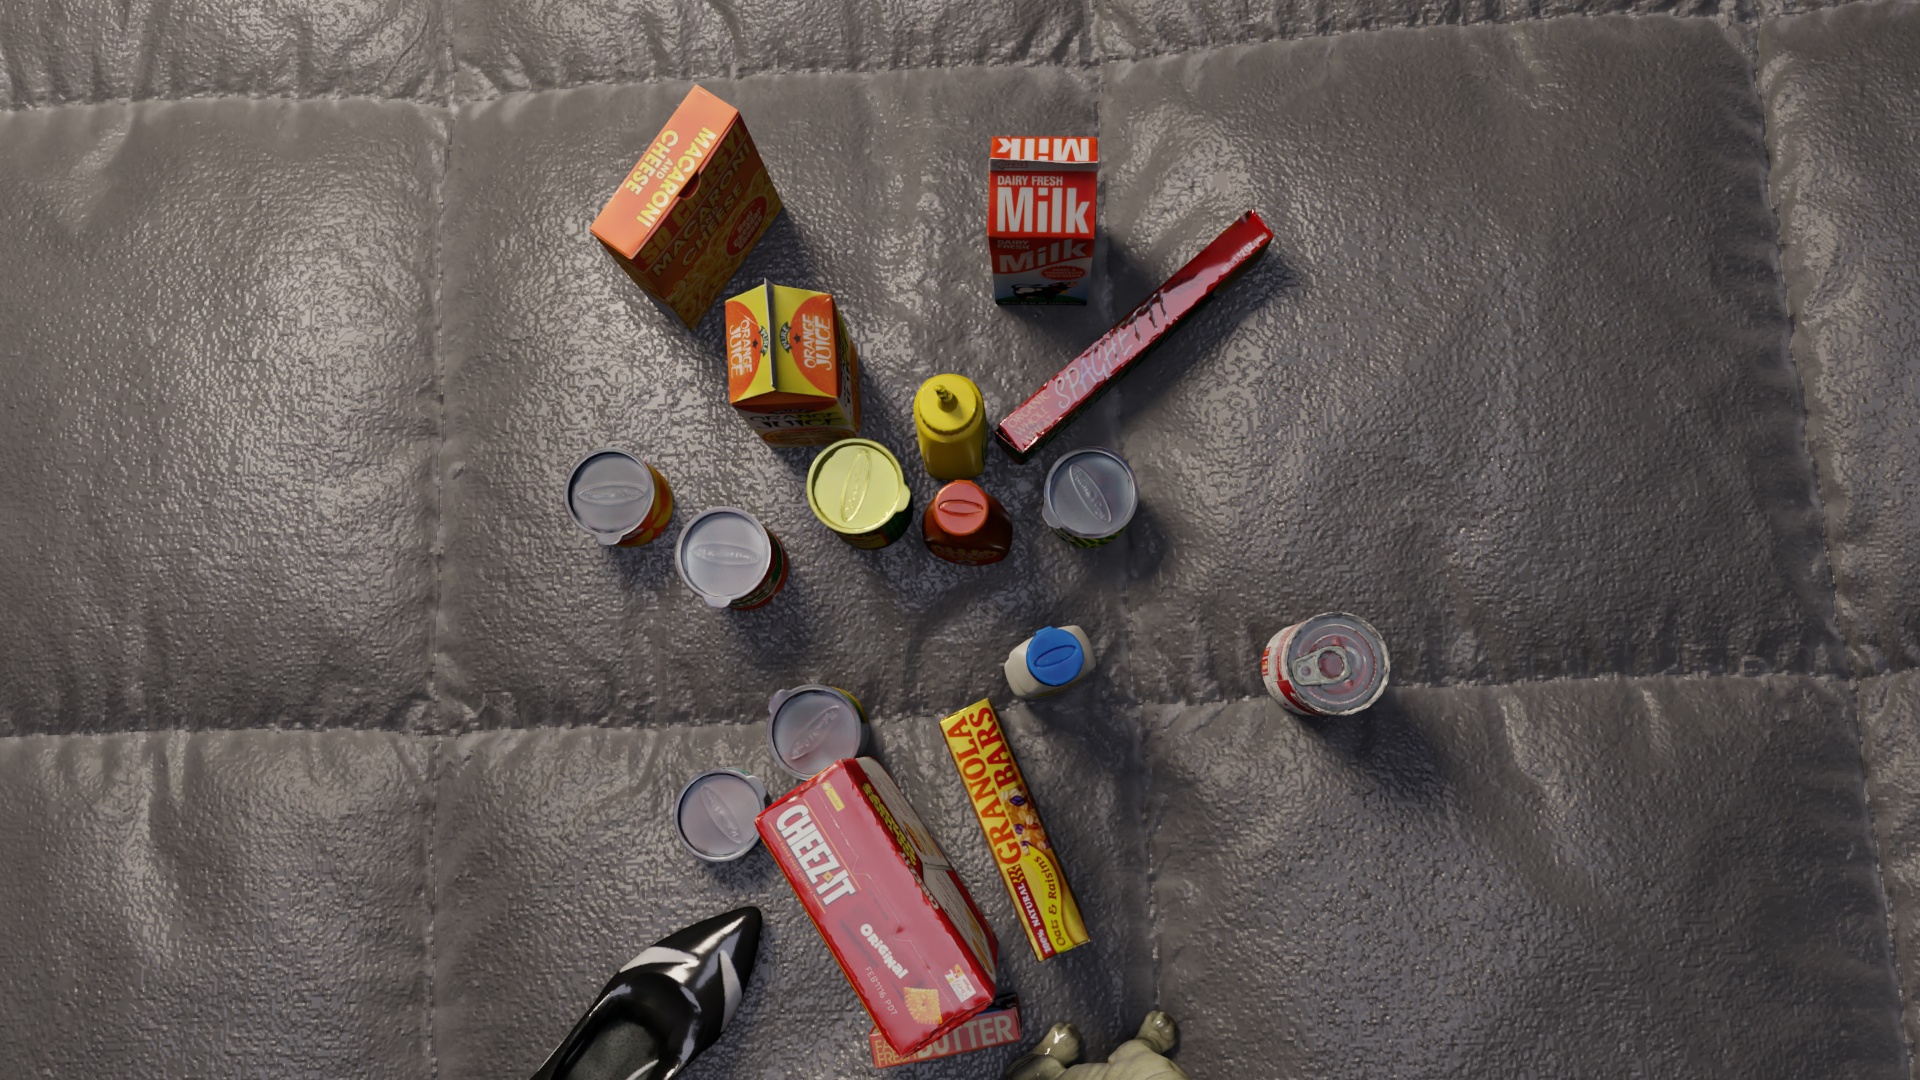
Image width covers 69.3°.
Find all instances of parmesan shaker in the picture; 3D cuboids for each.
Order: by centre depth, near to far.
[{"bbox_3d":[-0.066,-0.030,0.986,0.071,0.103,0.071,0,82,2],"label":"parmesan shaker"}]

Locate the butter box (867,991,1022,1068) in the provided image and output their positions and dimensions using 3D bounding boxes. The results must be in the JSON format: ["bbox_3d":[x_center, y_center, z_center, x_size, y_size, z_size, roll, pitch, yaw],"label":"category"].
[{"bbox_3d":[-0.009,0.337,0.956,0.103,0.053,0.024,-12,82,1],"label":"butter box"}]

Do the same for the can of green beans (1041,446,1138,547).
[{"bbox_3d":[0.093,-0.030,1.002,0.071,0.057,0.071,0,82,2],"label":"can of green beans"}]

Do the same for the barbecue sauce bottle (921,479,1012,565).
[{"bbox_3d":[0.003,-0.012,0.957,0.065,0.148,0.043,5,83,3],"label":"barbecue sauce bottle"}]

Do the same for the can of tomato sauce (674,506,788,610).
[{"bbox_3d":[-0.161,0.016,0.993,0.071,0.083,0.071,0,82,2],"label":"can of tomato sauce"}]

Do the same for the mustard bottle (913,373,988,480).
[{"bbox_3d":[-0.006,-0.083,0.962,0.049,0.160,0.065,-2,82,2],"label":"mustard bottle"}]

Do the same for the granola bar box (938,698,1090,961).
[{"bbox_3d":[0.035,0.191,0.939,0.039,0.124,0.165,-23,82,-1],"label":"granola bar box"}]

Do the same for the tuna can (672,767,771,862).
[{"bbox_3d":[-0.167,0.194,0.993,0.071,0.033,0.071,0,82,2],"label":"tuna can"}]

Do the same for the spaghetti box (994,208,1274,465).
[{"bbox_3d":[0.127,-0.148,1.022,0.250,0.050,0.029,-41,83,-4],"label":"spaghetti box"}]

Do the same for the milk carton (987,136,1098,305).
[{"bbox_3d":[0.057,-0.226,0.965,0.072,0.190,0.073,2,83,3],"label":"milk carton"}]

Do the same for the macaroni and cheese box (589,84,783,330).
[{"bbox_3d":[-0.188,-0.230,0.987,0.040,0.166,0.124,34,85,6],"label":"macaroni and cheese box"}]

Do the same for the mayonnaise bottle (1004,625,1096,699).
[{"bbox_3d":[0.062,0.083,0.942,0.065,0.148,0.041,-22,82,-1],"label":"mayonnaise bottle"}]

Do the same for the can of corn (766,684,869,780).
[{"bbox_3d":[-0.102,0.134,0.986,0.071,0.058,0.071,0,82,2],"label":"can of corn"}]

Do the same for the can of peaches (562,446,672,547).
[{"bbox_3d":[-0.249,-0.028,1.015,0.071,0.058,0.071,0,82,2],"label":"can of peaches"}]

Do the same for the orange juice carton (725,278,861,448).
[{"bbox_3d":[-0.115,-0.117,0.955,0.073,0.192,0.072,-3,82,2],"label":"orange juice carton"}]
